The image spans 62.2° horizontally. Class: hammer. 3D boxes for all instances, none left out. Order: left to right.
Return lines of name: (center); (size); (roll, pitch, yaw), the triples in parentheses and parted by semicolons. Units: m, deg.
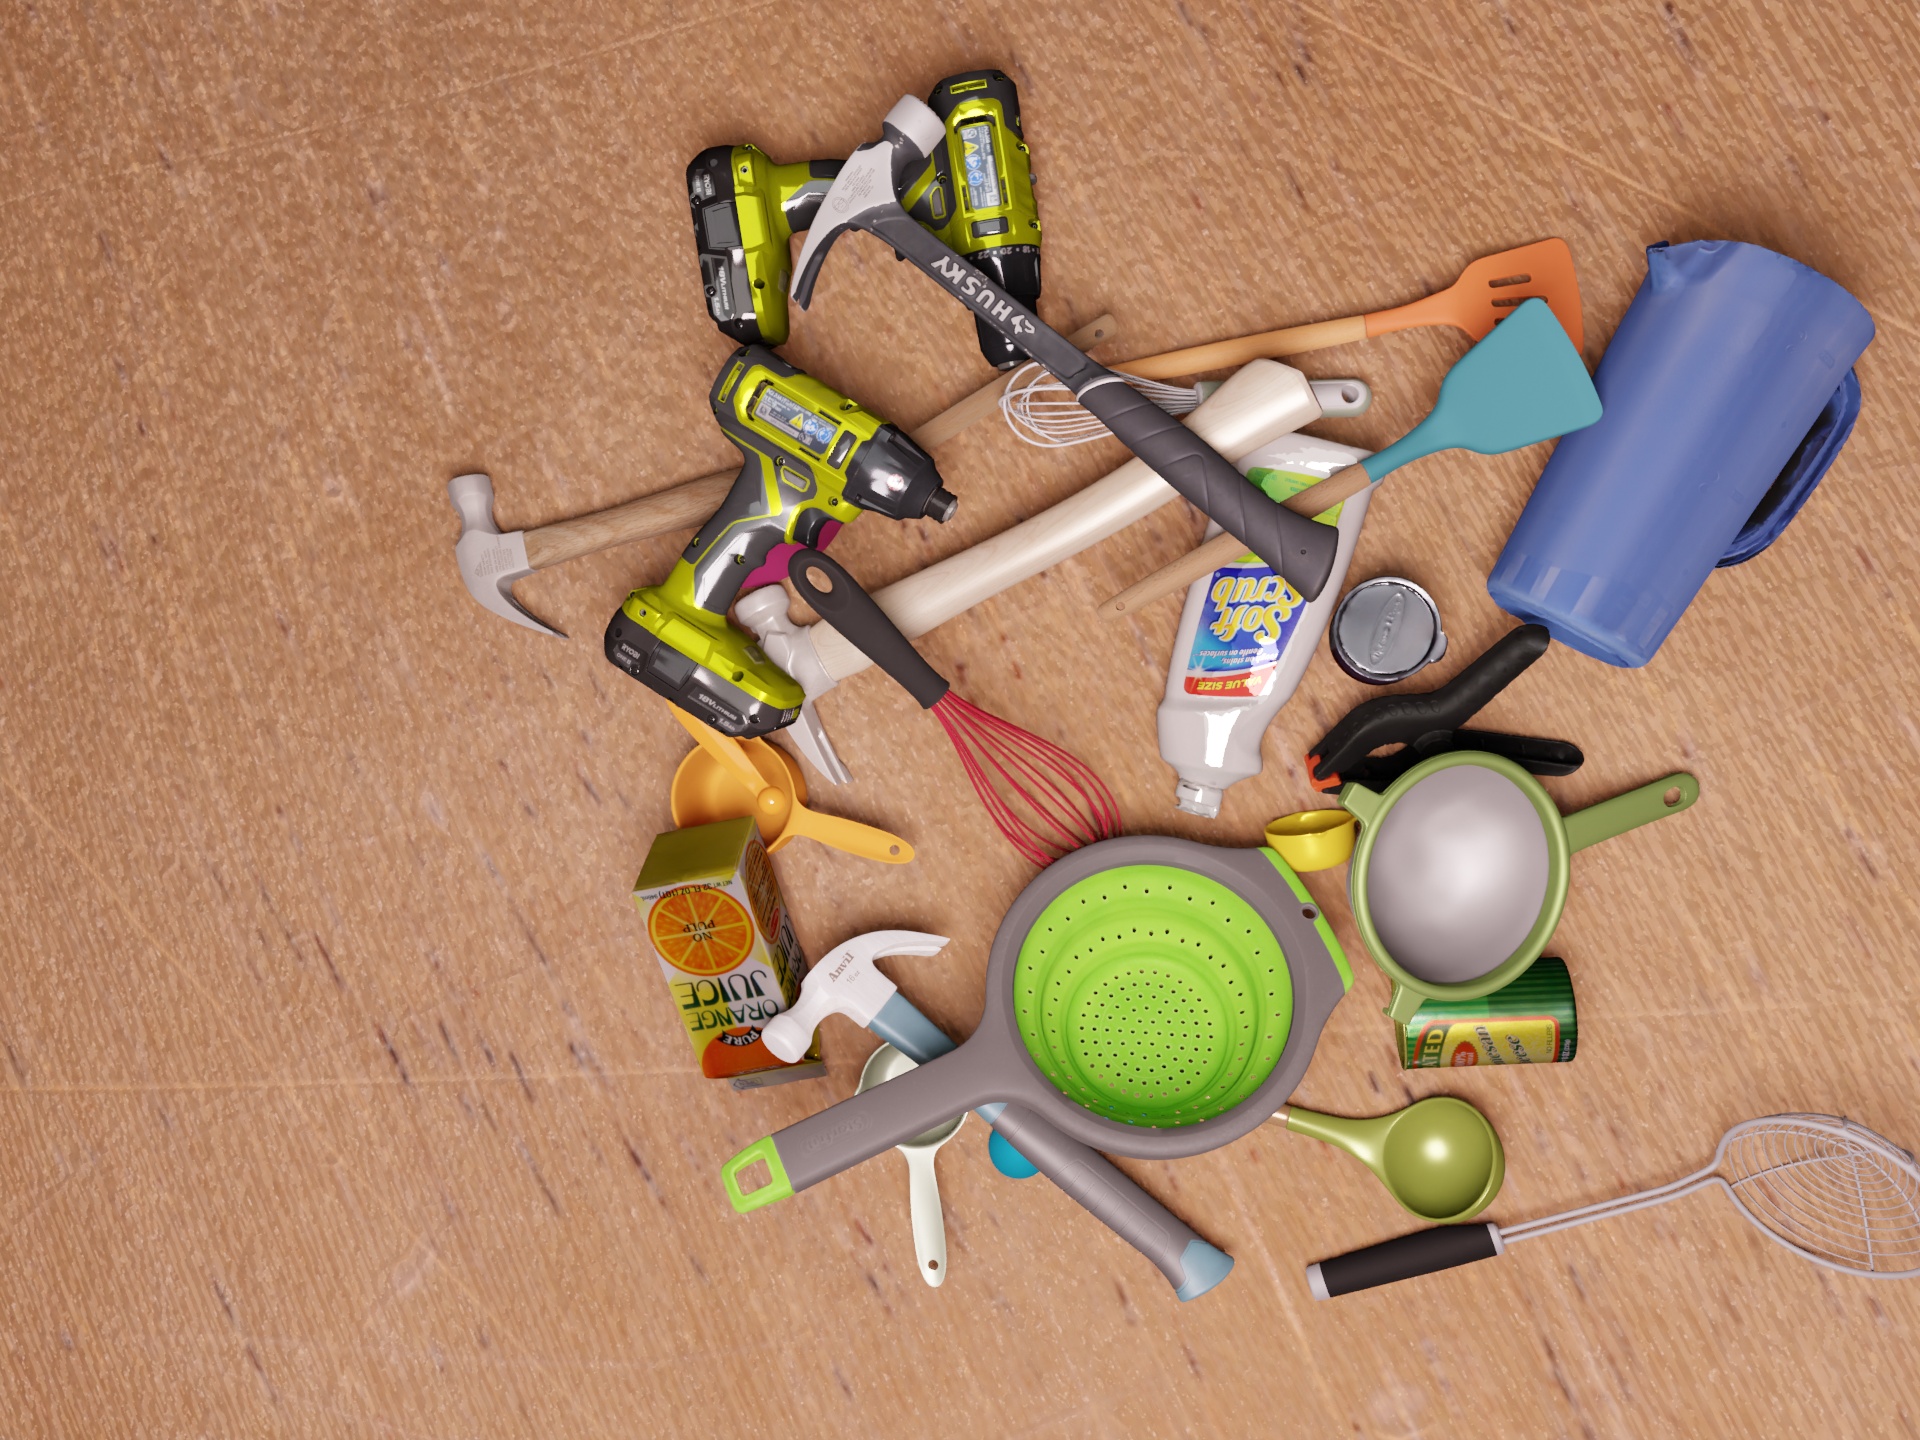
hammer: (-0.198, -0.147, 1.121); (0.331, 0.031, 0.130); (-14, 85, 9)
hammer: (0.037, 0.260, 1.026); (0.331, 0.033, 0.128); (39, 58, 2)
hammer: (0.047, -0.104, 1.039); (0.410, 0.038, 0.146); (-27, 85, 18)
hammer: (0.068, -0.213, 0.983); (0.409, 0.036, 0.149); (42, 95, 12)

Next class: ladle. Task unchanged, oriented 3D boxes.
ladle: (0.186, 0.247, 1.028); (0.320, 0.062, 0.078); (14, 73, 13)

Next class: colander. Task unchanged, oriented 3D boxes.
colander: (0.045, 0.214, 0.990); (0.397, 0.094, 0.205); (-23, 62, -9)

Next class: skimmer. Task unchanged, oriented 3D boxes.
skimmer: (0.395, 0.322, 0.970); (0.363, 0.090, 0.127); (-19, 116, 11)

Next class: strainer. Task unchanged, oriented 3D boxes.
strainer: (0.339, 0.076, 0.991); (0.256, 0.069, 0.151); (-17, 99, -17)

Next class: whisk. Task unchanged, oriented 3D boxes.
whisk: (-0.002, -0.003, 1.018); (0.073, 0.073, 0.295); (-44, 107, 6)
whisk: (0.147, -0.209, 1.039); (0.246, 0.059, 0.058); (-2, 84, -3)

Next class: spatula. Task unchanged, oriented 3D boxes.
spatula: (0.224, -0.140, 0.971); (0.317, 0.044, 0.082); (-29, 92, 10)
spatula: (0.243, -0.253, 1.053); (0.322, 0.041, 0.081); (-8, 87, 14)

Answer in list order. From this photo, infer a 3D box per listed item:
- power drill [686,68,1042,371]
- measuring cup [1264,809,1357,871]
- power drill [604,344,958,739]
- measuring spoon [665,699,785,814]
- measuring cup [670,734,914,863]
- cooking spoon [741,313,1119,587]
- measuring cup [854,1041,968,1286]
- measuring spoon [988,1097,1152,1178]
power drill: (-0.057, -0.321, 1.080); (0.228, 0.080, 0.190); (-8, 95, 7)
measuring cup: (0.275, 0.070, 1.026); (0.156, 0.062, 0.029); (-10, 99, -1)
power drill: (-0.119, -0.107, 1.034); (0.171, 0.080, 0.223); (32, 101, 7)
measuring spoon: (-0.160, 0.018, 1.065); (0.021, 0.011, 0.117); (-44, 81, 6)
measuring cup: (-0.109, 0.066, 1.088); (0.173, 0.052, 0.095); (17, 91, 8)
cooking spoon: (-0.034, -0.184, 1.071); (0.319, 0.017, 0.068); (-31, 114, 7)
measuring cup: (-0.023, 0.293, 1.072); (0.083, 0.038, 0.167); (-6, 89, 10)
measuring spoon: (0.079, 0.275, 1.061); (0.128, 0.021, 0.042); (-18, 85, 9)
